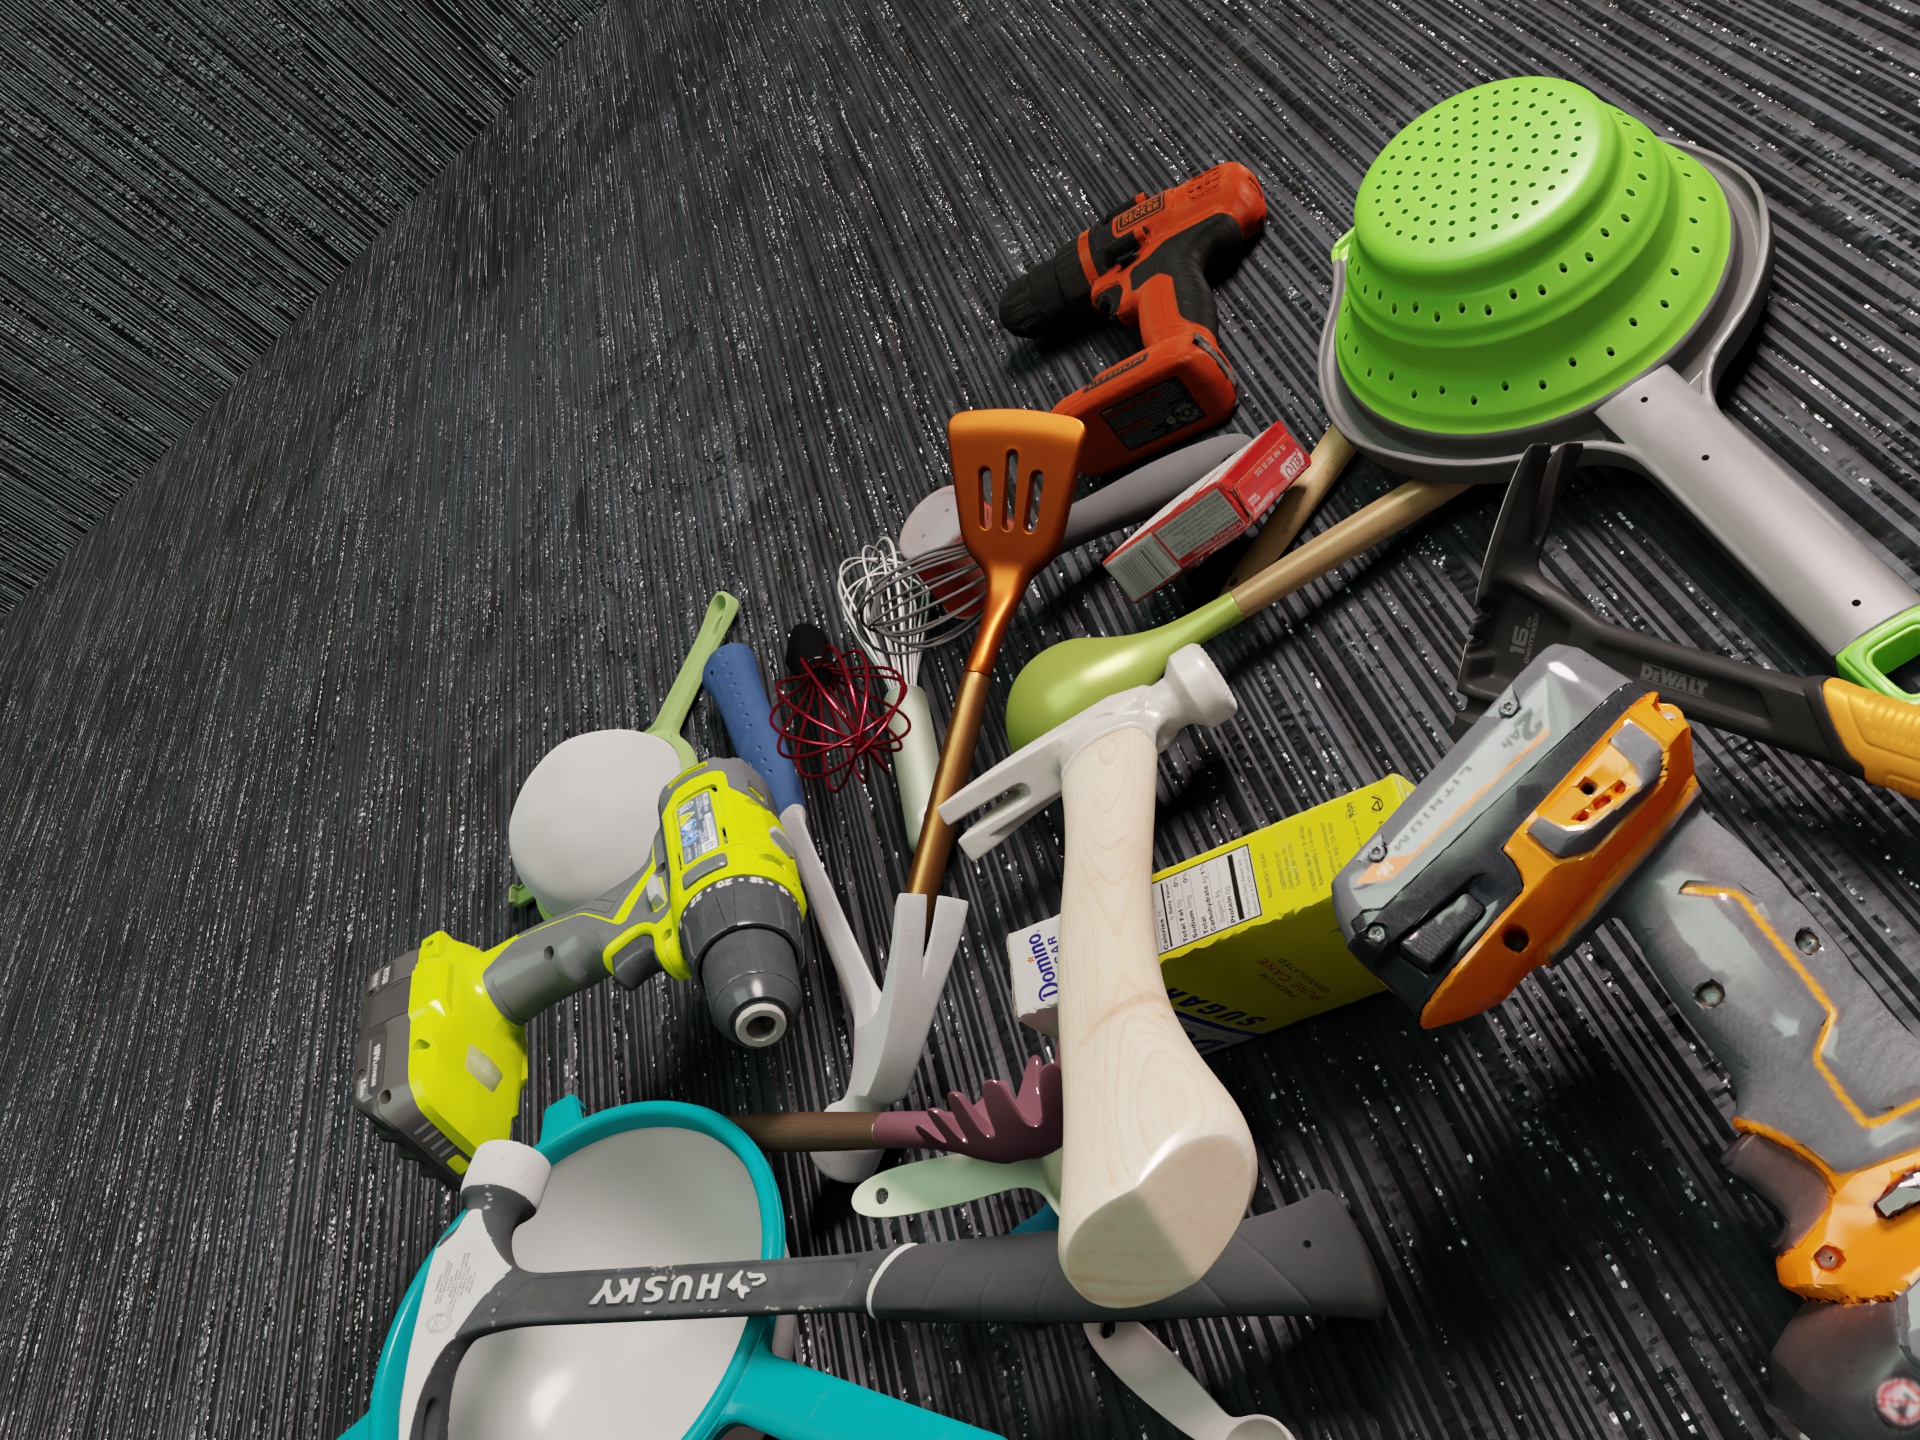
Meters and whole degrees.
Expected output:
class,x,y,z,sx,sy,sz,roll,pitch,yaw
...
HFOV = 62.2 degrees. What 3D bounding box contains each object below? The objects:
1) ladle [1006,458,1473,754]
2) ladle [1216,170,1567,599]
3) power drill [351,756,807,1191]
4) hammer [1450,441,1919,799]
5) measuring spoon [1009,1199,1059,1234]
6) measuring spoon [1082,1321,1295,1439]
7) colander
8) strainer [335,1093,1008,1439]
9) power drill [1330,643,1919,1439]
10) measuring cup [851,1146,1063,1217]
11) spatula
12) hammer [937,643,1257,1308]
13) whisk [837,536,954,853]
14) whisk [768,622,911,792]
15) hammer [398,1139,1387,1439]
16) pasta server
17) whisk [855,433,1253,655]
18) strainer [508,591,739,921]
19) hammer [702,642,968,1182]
class,x,y,z,sx,sy,sz,roll,pitch,yaw
ladle,0.159,-0.065,0.760,0.320,0.062,0.078,-31,63,12
ladle,0.222,-0.182,0.800,0.315,0.031,0.069,-55,38,-3
power drill,-0.178,0.130,0.781,0.228,0.080,0.191,-31,32,4
hammer,0.311,0.002,0.511,0.337,0.034,0.127,28,117,48
measuring spoon,0.042,0.186,0.674,0.042,0.021,0.129,-7,56,42
measuring spoon,0.084,0.251,0.588,0.034,0.018,0.124,-56,31,-7
colander,0.264,-0.158,0.650,0.204,0.094,0.398,-34,46,13
strainer,-0.100,0.288,0.680,0.340,0.095,0.211,2,49,36
power drill,0.220,0.103,0.462,0.227,0.084,0.164,43,93,25
measuring cup,0.034,0.187,0.651,0.167,0.038,0.083,-18,55,25
spatula,-0.001,-0.003,0.812,0.081,0.041,0.323,9,78,26
hammer,0.044,0.069,0.557,0.146,0.038,0.411,-32,11,12
whisk,-0.033,-0.017,0.912,0.247,0.057,0.059,-102,26,-43
whisk,-0.077,-0.020,0.887,0.073,0.073,0.296,-49,16,2
hammer,-0.045,0.221,0.612,0.409,0.036,0.149,-11,43,22
pasta server,-0.050,0.171,0.690,0.316,0.060,0.040,-19,89,50
whisk,0.051,-0.097,0.867,0.239,0.055,0.055,-24,43,12
strainer,-0.225,0.013,1.055,0.151,0.069,0.256,4,64,47
hammer,-0.088,0.058,0.878,0.144,0.035,0.406,-68,28,22
